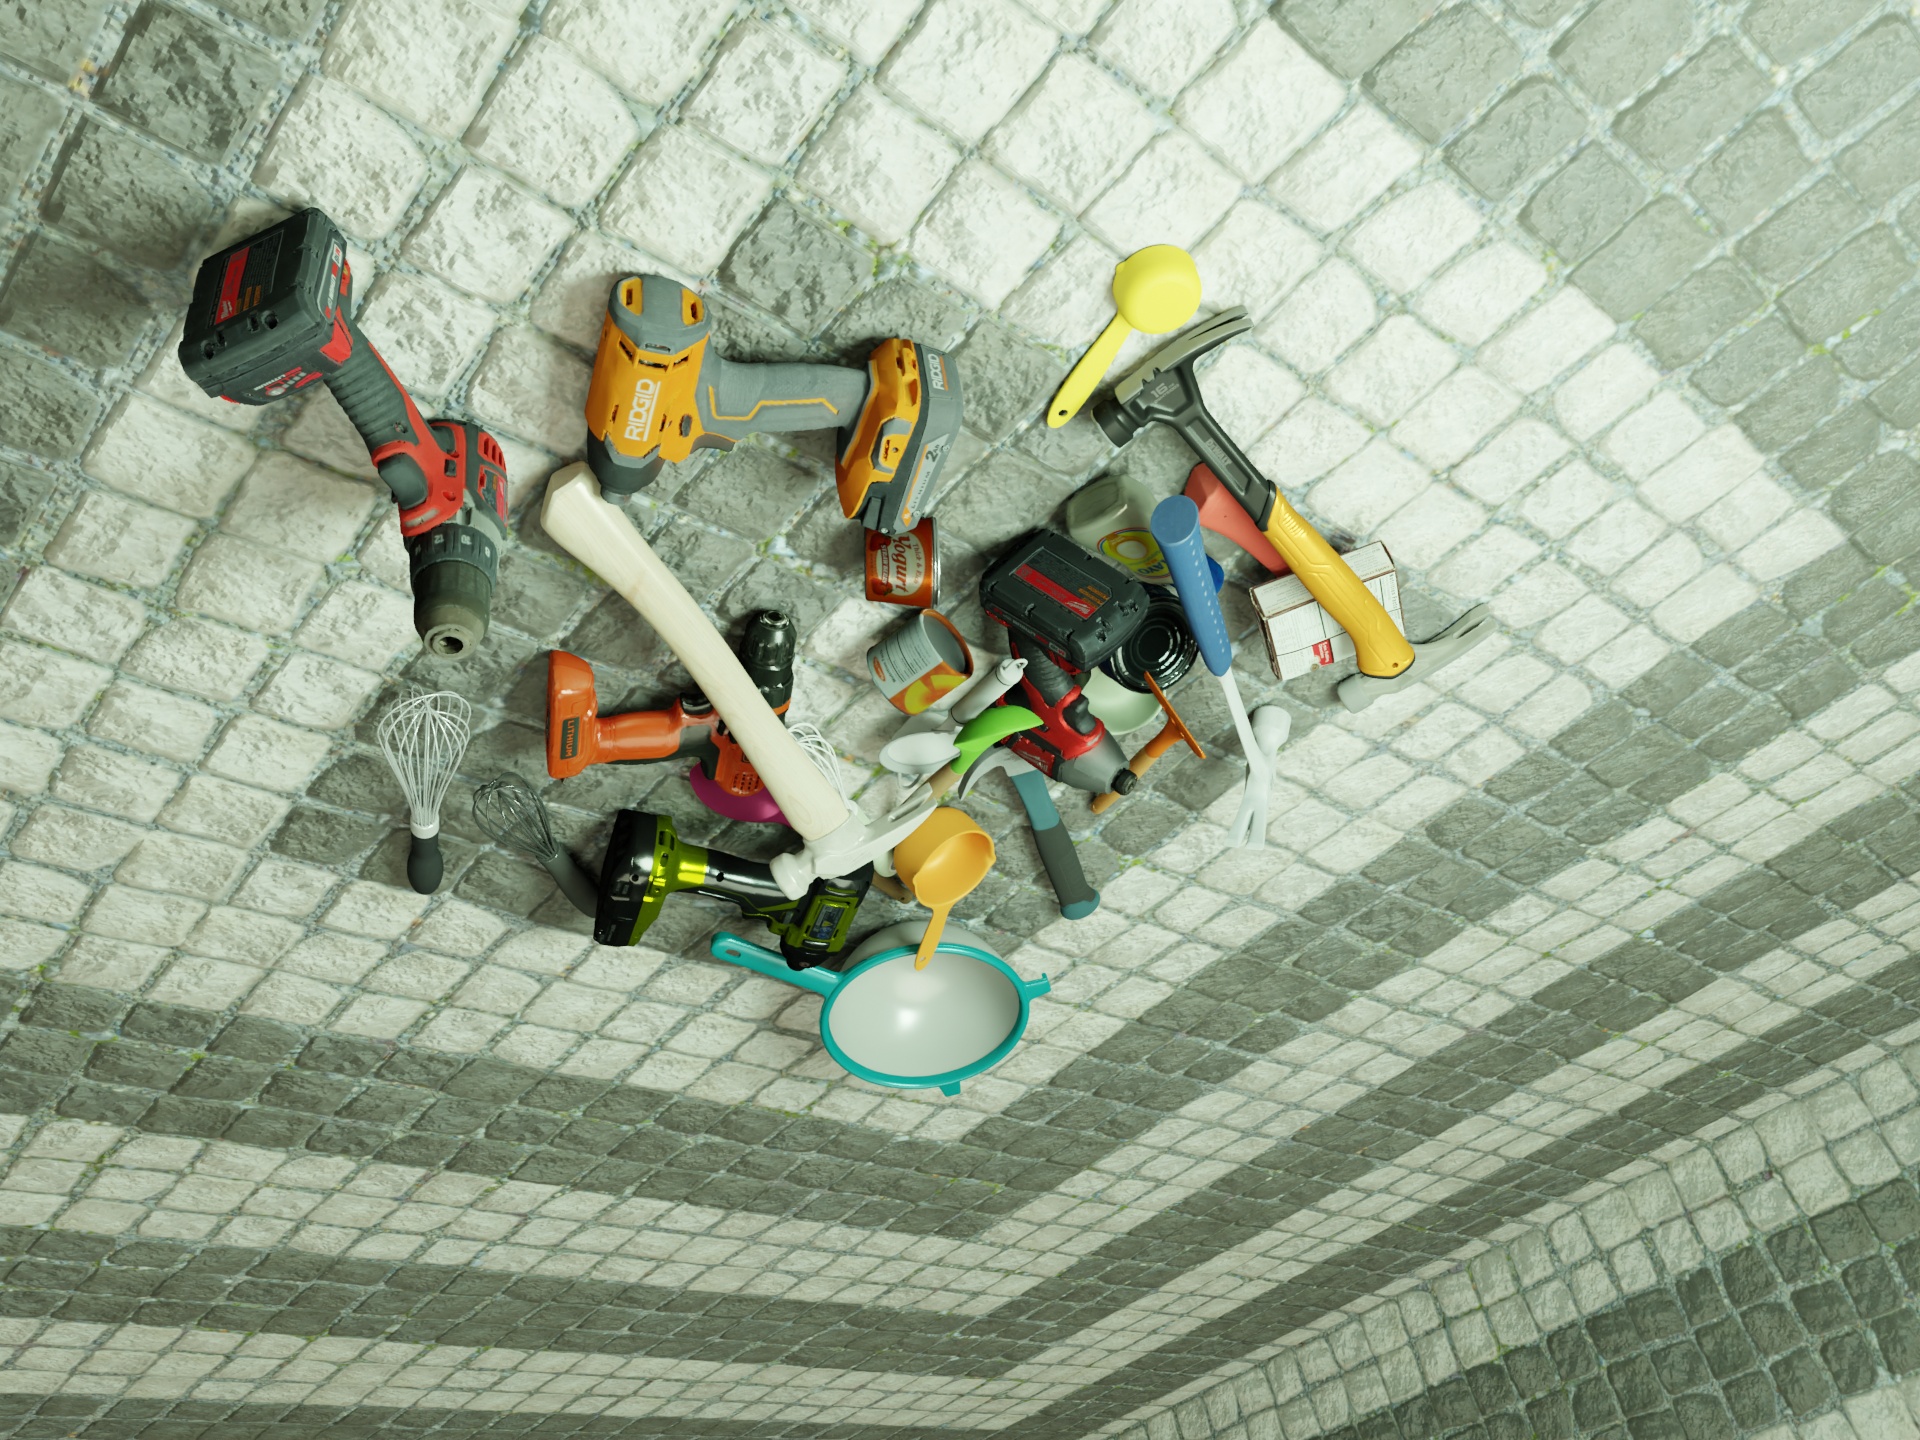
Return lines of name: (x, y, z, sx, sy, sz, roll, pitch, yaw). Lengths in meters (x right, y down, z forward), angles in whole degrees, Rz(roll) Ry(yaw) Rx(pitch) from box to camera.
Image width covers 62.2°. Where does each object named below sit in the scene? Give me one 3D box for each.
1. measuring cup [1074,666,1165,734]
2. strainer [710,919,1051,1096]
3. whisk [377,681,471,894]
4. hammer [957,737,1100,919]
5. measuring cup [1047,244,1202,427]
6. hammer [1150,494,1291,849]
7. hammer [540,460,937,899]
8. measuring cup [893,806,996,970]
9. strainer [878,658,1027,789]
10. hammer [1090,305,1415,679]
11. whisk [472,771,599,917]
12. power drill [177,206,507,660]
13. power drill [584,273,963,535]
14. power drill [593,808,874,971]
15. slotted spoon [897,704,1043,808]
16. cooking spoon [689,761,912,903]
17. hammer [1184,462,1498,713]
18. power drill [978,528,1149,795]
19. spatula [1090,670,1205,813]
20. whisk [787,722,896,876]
measuring cup: (0.111, -0.057, 1.317, 0.083, 0.038, 0.167, -27, 128, 11)
strainer: (-0.094, 0.250, 1.594, 0.340, 0.095, 0.211, 23, 121, -23)
whisk: (-0.433, 0.065, 1.280, 0.070, 0.070, 0.284, 1, 144, -18)
hammer: (0.084, 0.101, 1.497, 0.128, 0.033, 0.330, -15, 144, 7)
measuring cup: (0.106, -0.249, 1.072, 0.062, 0.029, 0.156, 13, 133, -30)
hammer: (0.209, -0.035, 1.262, 0.035, 0.144, 0.405, 5, 153, 23)
hammer: (-0.166, -0.031, 1.184, 0.146, 0.038, 0.410, -31, 127, 3)
measuring cup: (-0.029, 0.156, 1.486, 0.095, 0.052, 0.173, -10, 132, -37)
strainer: (-0.002, -0.004, 1.289, 0.086, 0.050, 0.258, 2, 160, -23)
hammer: (0.244, -0.147, 1.165, 0.127, 0.034, 0.336, -35, 121, 20)
whisk: (-0.356, 0.116, 1.372, 0.055, 0.055, 0.238, -16, 146, 3)
power drill: (-0.341, -0.157, 0.924, 0.080, 0.188, 0.226, -22, 137, 9)
power drill: (-0.129, -0.190, 1.036, 0.226, 0.084, 0.164, 8, 137, -20)
power drill: (-0.206, 0.160, 1.417, 0.223, 0.080, 0.171, 11, 136, -16)
slotted spoon: (-0.013, 0.046, 1.333, 0.070, 0.031, 0.313, -13, 165, -25)
cooking spoon: (-0.134, 0.103, 1.447, 0.069, 0.017, 0.318, -36, 138, 12)
hammer: (0.301, -0.116, 1.297, 0.149, 0.037, 0.358, -35, 138, 24)
power drill: (0.082, -0.031, 1.245, 0.078, 0.143, 0.219, -42, 152, -26)
spatula: (0.150, 0.036, 1.358, 0.041, 0.081, 0.322, -30, 169, -18)
whisk: (-0.106, 0.077, 1.404, 0.059, 0.058, 0.246, 10, 153, 28)
